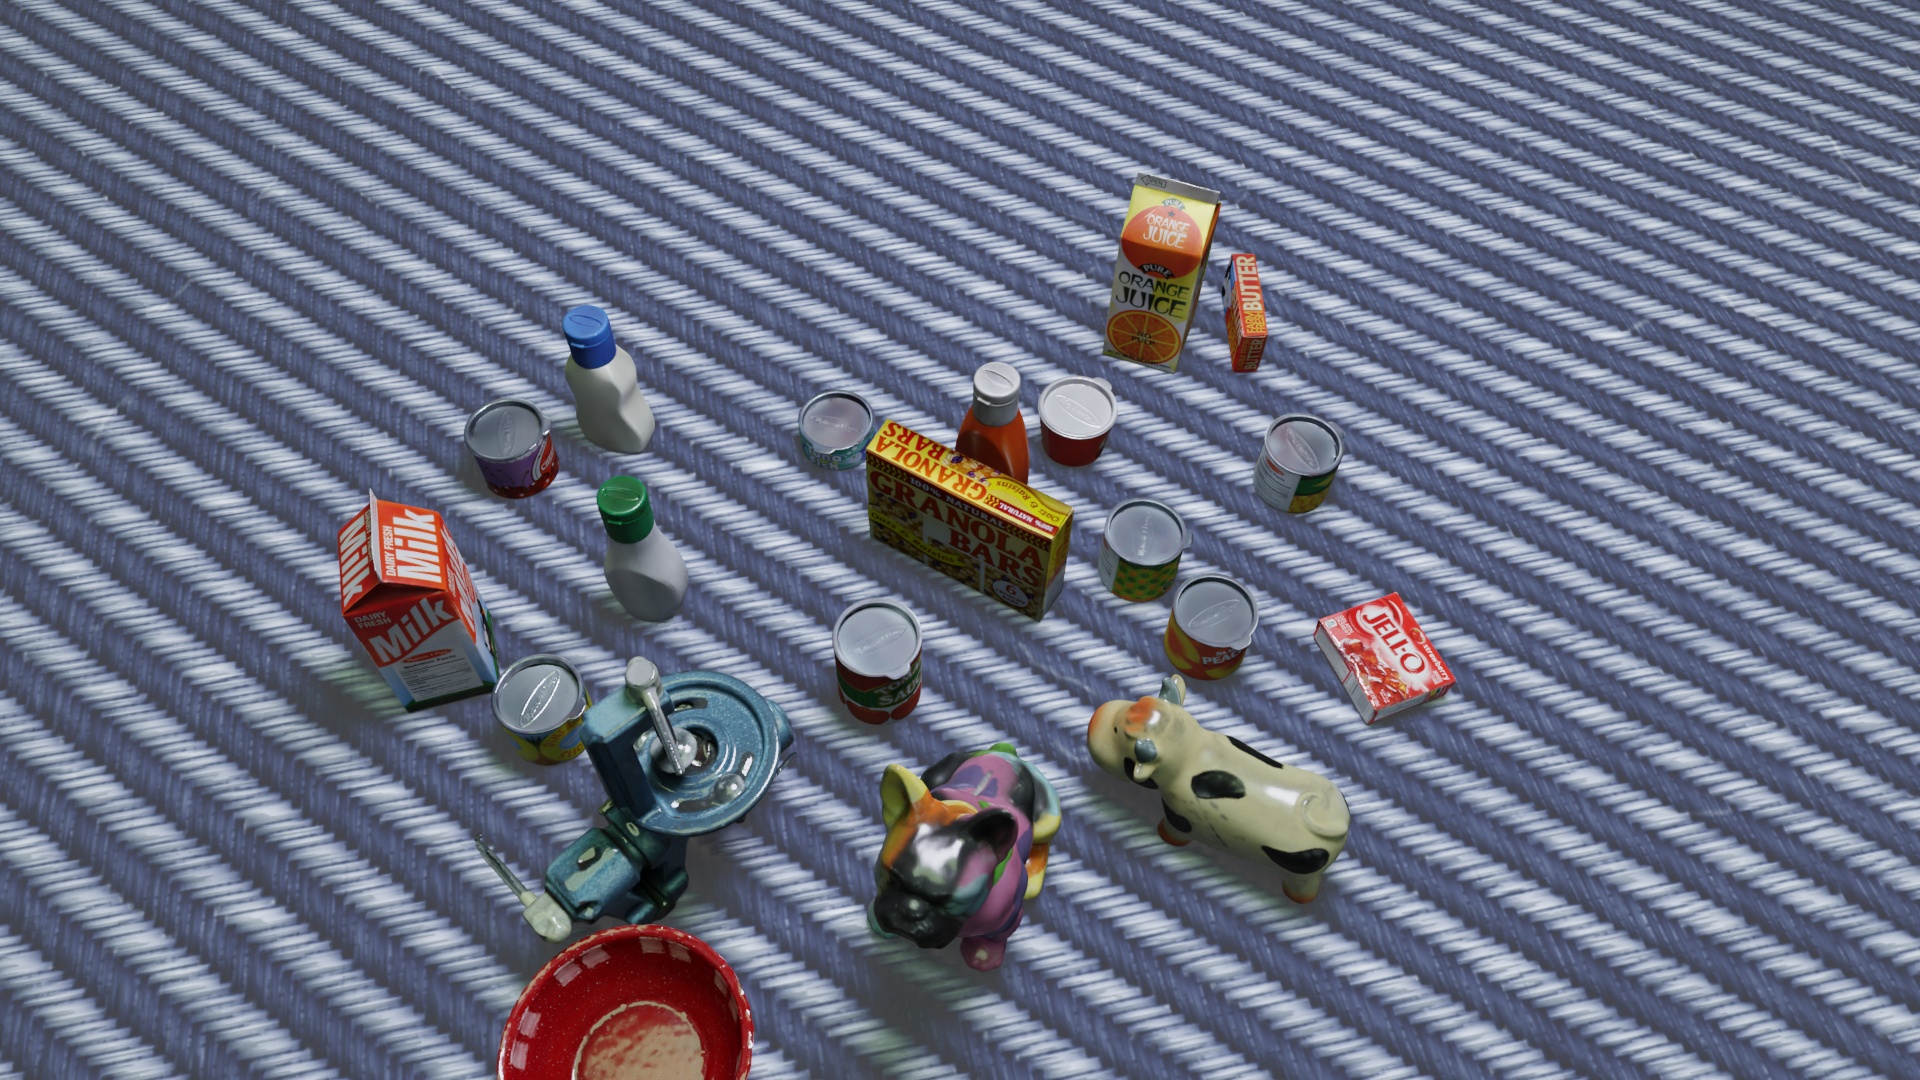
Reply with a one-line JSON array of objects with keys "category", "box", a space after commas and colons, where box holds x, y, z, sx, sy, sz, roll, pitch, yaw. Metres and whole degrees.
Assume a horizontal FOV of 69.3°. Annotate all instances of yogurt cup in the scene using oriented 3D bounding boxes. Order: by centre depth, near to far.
[{"category": "yogurt cup", "box": [0.100, -0.101, 1.203, 0.072, 0.053, 0.073, 1, 56, -1]}]

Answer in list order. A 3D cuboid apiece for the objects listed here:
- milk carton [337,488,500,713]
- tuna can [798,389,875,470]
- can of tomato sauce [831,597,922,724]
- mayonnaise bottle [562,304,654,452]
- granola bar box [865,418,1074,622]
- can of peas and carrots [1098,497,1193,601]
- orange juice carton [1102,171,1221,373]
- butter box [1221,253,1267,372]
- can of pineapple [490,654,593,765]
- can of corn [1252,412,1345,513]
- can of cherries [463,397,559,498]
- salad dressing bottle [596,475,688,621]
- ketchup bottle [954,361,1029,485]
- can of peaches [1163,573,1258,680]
[{"category": "milk carton", "box": [-0.397, 0.044, 1.010, 0.073, 0.189, 0.072, -14, 58, -10]}, {"category": "tuna can", "box": [-0.108, -0.094, 1.205, 0.071, 0.032, 0.071, 1, 56, -1]}, {"category": "can of tomato sauce", "box": [-0.060, 0.094, 1.051, 0.071, 0.082, 0.071, 1, 56, -1]}, {"category": "mayonnaise bottle", "box": [-0.297, -0.133, 1.157, 0.065, 0.147, 0.041, 15, 58, 8]}, {"category": "granola bar box", "box": [0.004, -0.014, 1.100, 0.166, 0.123, 0.039, 26, 60, 15]}, {"category": "can of peas and carrots", "box": [0.149, 0.008, 1.129, 0.071, 0.058, 0.071, 1, 56, -1]}, {"category": "orange juice carton", "box": [0.177, -0.242, 1.216, 0.072, 0.191, 0.073, 17, 58, 9]}, {"category": "butter box", "box": [0.261, -0.210, 1.281, 0.024, 0.052, 0.104, 1, 56, -1]}, {"category": "can of pineapple", "box": [-0.308, 0.128, 1.036, 0.071, 0.057, 0.071, 1, 56, -1]}, {"category": "can of corn", "box": [0.289, -0.066, 1.182, 0.071, 0.058, 0.071, 1, 56, -1]}, {"category": "can of cherries", "box": [-0.375, -0.077, 1.170, 0.071, 0.058, 0.072, 1, 56, -1]}, {"category": "salad dressing bottle", "box": [-0.246, 0.007, 1.065, 0.064, 0.147, 0.044, 11, 57, 6]}, {"category": "ketchup bottle", "box": [0.026, -0.084, 1.132, 0.065, 0.148, 0.044, 30, 61, 17]}, {"category": "can of peaches", "box": [0.197, 0.070, 1.089, 0.071, 0.057, 0.071, 1, 56, -1]}]
